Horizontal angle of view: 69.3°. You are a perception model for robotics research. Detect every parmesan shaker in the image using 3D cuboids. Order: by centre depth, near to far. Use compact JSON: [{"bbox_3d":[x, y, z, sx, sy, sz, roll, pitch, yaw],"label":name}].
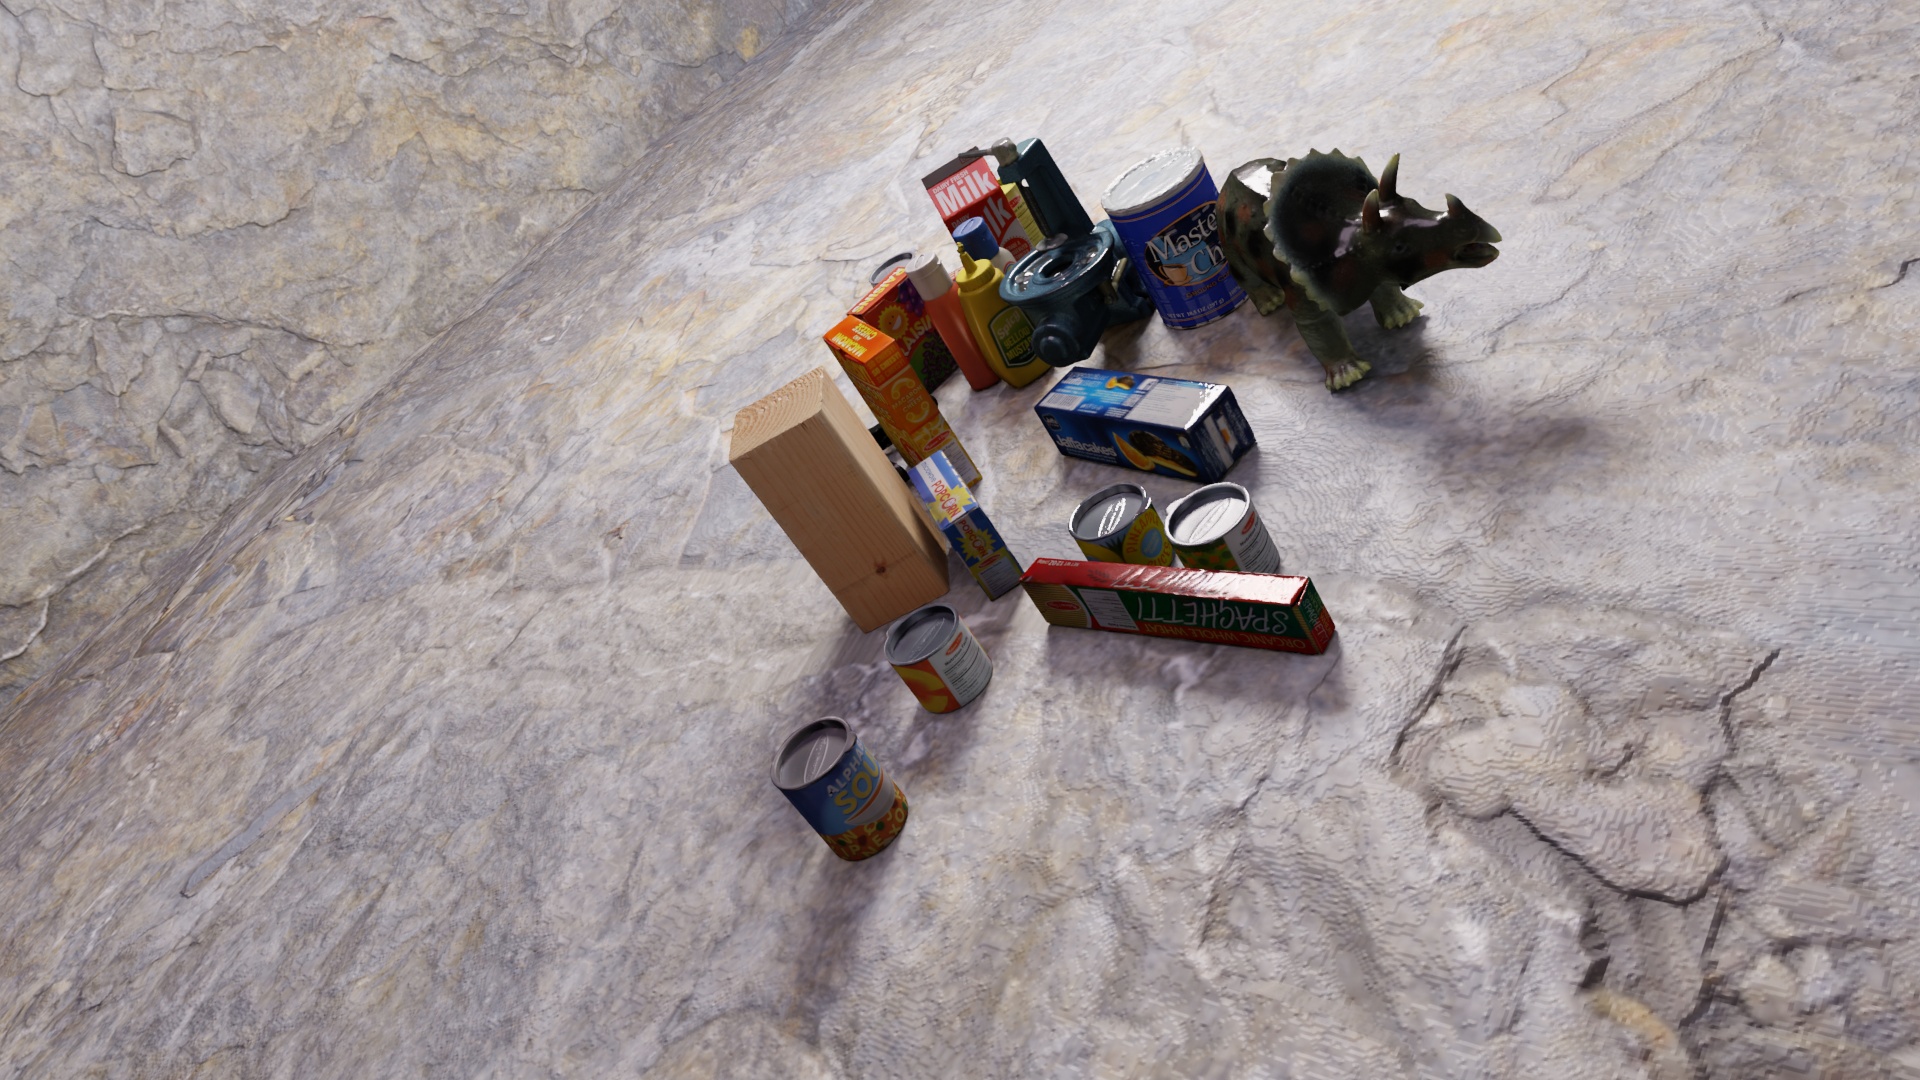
[{"bbox_3d":[0.058,-0.360,1.613,0.071,0.102,0.072,-25,31,16],"label":"parmesan shaker"}]

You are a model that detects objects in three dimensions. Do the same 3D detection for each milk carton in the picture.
[{"bbox_3d":[0.033,-0.329,1.505,0.072,0.190,0.074,-30,30,8],"label":"milk carton"}]

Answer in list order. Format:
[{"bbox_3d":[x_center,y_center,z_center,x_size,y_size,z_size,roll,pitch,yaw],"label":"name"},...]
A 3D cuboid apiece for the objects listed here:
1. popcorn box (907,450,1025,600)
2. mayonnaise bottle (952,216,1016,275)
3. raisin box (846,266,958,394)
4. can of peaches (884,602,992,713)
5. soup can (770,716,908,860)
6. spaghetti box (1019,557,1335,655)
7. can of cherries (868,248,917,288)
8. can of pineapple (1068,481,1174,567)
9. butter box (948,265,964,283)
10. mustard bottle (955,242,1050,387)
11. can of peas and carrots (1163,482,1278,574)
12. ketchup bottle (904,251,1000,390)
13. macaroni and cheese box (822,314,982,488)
[{"bbox_3d":[0.004,-0.015,1.183,0.038,0.085,0.127,-34,30,1],"label":"popcorn box"},{"bbox_3d":[0.043,-0.266,1.446,0.041,0.147,0.065,-9,38,37],"label":"mayonnaise bottle"},{"bbox_3d":[-0.056,-0.222,1.504,0.086,0.123,0.040,-45,31,-19],"label":"raisin box"},{"bbox_3d":[-0.018,0.091,1.078,0.071,0.058,0.071,-25,31,16],"label":"can of peaches"},{"bbox_3d":[-0.083,0.177,0.991,0.071,0.083,0.072,-25,31,16],"label":"soup can"},{"bbox_3d":[0.148,0.045,0.992,0.250,0.050,0.029,3,46,47],"label":"spaghetti box"},{"bbox_3d":[-0.069,-0.317,1.719,0.071,0.058,0.072,-25,31,16],"label":"can of cherries"},{"bbox_3d":[0.126,-0.002,1.073,0.071,0.057,0.071,-25,31,16],"label":"can of pineapple"},{"bbox_3d":[-0.023,-0.274,1.618,0.103,0.053,0.024,-26,31,14],"label":"butter box"},{"bbox_3d":[0.035,-0.229,1.389,0.065,0.159,0.049,-38,30,-6],"label":"mustard bottle"},{"bbox_3d":[0.188,0.001,1.008,0.071,0.058,0.071,-25,31,16],"label":"can of peas and carrots"},{"bbox_3d":[-0.004,-0.230,1.439,0.043,0.148,0.065,-20,33,23],"label":"ketchup bottle"},{"bbox_3d":[-0.057,-0.127,1.324,0.040,0.166,0.124,-38,30,-7],"label":"macaroni and cheese box"}]
